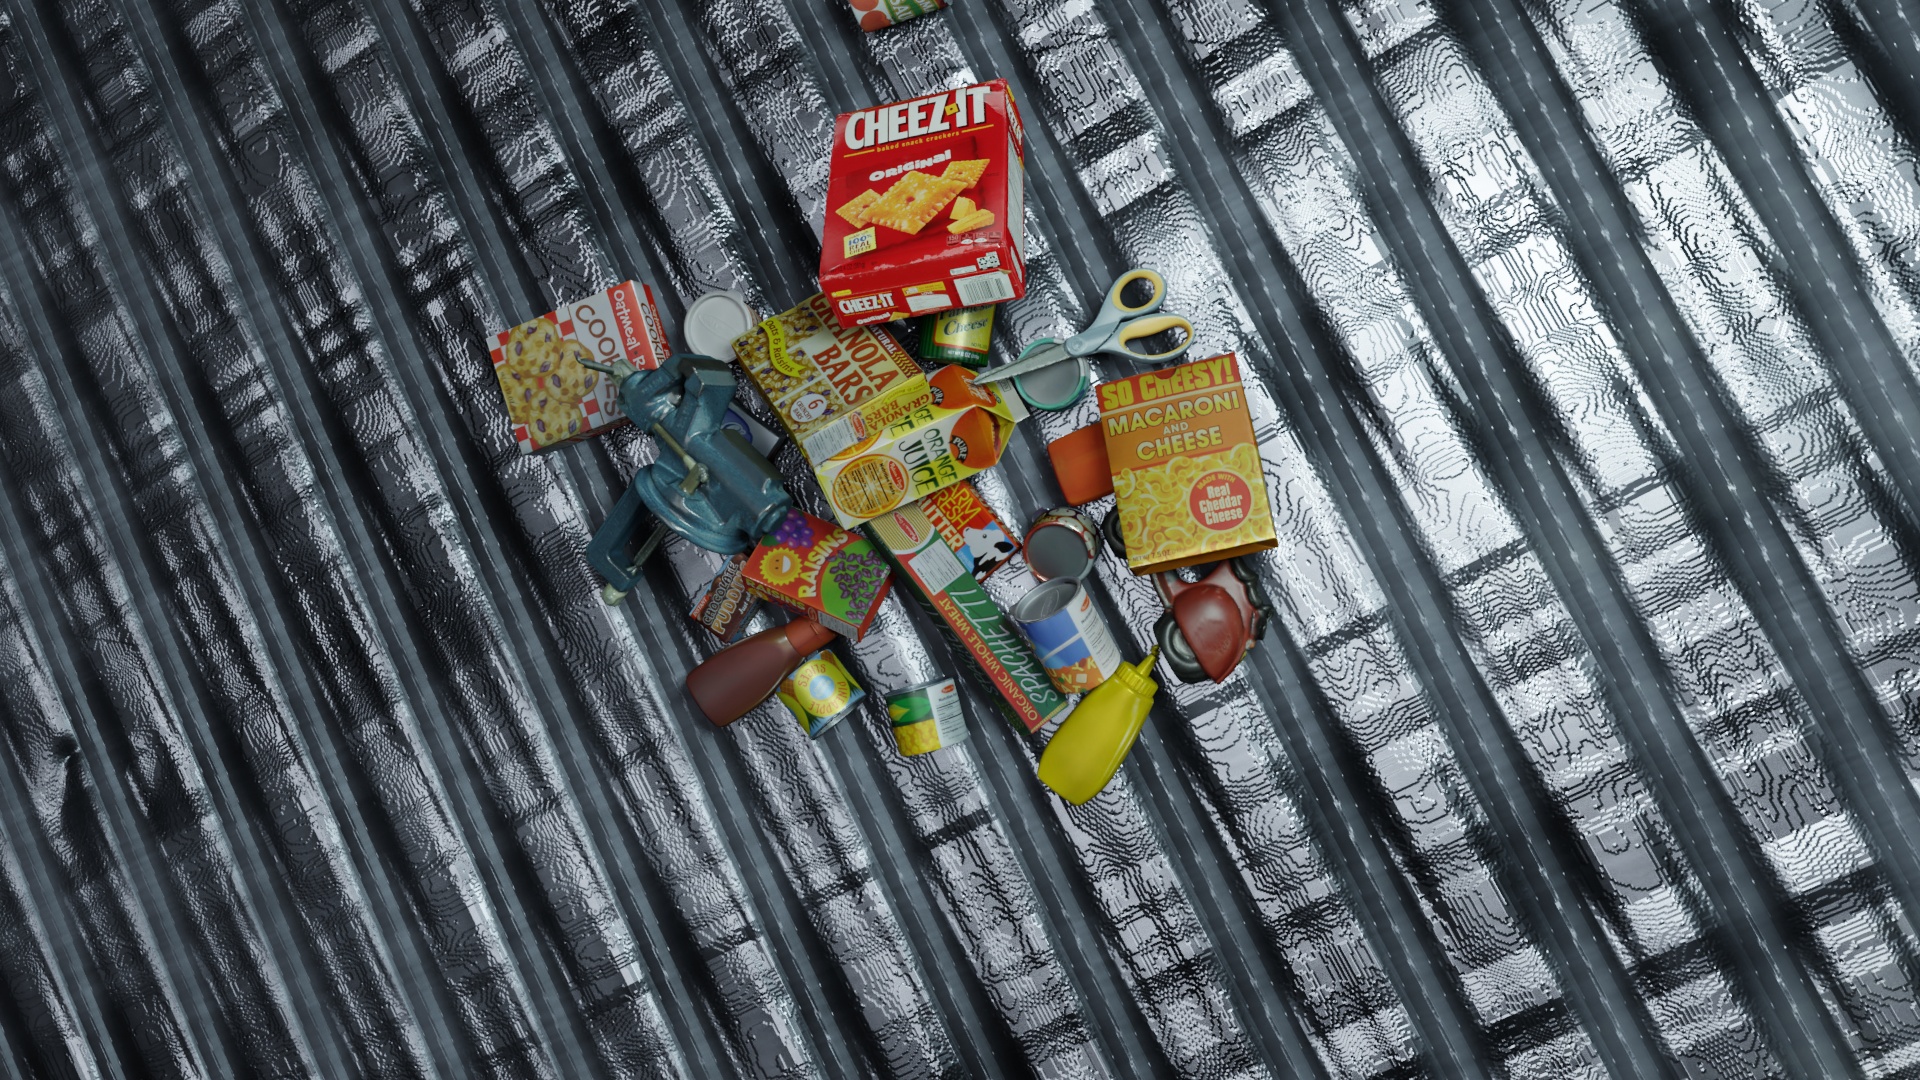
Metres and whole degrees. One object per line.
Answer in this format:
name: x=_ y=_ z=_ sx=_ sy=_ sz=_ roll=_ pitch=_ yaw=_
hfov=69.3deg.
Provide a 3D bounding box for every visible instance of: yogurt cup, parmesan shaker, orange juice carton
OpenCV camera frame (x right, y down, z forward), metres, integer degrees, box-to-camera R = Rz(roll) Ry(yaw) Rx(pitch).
yogurt cup: x=-0.219 y=-0.198 z=1.312 sx=0.072 sy=0.054 sz=0.072 roll=0 pitch=92 yaw=14
parmesan shaker: x=0.002 y=-0.211 z=1.254 sx=0.071 sy=0.071 sz=0.103 roll=9 pitch=94 yaw=13
orange juice carton: x=-0.036 y=-0.091 z=1.235 sx=0.193 sy=0.072 sz=0.072 roll=-24 pitch=41 yaw=-2

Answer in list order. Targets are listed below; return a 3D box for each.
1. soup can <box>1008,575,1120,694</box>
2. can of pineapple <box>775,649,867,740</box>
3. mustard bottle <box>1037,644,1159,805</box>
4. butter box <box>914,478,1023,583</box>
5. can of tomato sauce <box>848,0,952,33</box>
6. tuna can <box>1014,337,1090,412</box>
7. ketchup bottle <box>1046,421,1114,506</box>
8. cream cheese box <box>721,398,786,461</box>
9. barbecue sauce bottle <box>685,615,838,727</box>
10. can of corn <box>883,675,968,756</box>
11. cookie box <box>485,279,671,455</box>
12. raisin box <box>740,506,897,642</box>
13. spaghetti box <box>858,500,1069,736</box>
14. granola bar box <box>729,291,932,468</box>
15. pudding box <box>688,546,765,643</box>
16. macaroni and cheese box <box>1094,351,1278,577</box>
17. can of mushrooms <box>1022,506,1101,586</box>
soup can: x=0.092 y=0.084 z=1.224 sx=0.071 sy=0.071 sz=0.083 roll=-24 pitch=113 yaw=13
can of pineapple: x=-0.130 y=0.143 z=1.290 sx=0.071 sy=0.071 sz=0.058 roll=-41 pitch=82 yaw=11
mustard bottle: x=0.133 y=0.159 z=1.238 sx=0.065 sy=0.049 sz=0.160 roll=37 pitch=98 yaw=10
butter box: x=0.005 y=-0.016 z=1.278 sx=0.053 sy=0.024 sz=0.103 roll=-41 pitch=82 yaw=12
can of tomato sauce: x=-0.057 y=-0.504 z=1.260 sx=0.083 sy=0.071 sz=0.071 roll=-14 pitch=88 yaw=14
tuna can: x=0.081 y=-0.148 z=1.252 sx=0.071 sy=0.033 sz=0.071 roll=0 pitch=91 yaw=13
ketchup bottle: x=0.155 y=-0.084 z=1.231 sx=0.148 sy=0.043 sz=0.065 roll=-22 pitch=82 yaw=13
cream cheese box: x=-0.222 y=-0.106 z=1.330 sx=0.104 sy=0.024 sz=0.053 roll=36 pitch=98 yaw=10
barbecue sauce bottle: x=-0.185 y=0.114 z=1.316 sx=0.148 sy=0.044 sz=0.065 roll=-34 pitch=91 yaw=11
can of corn: x=-0.033 y=0.161 z=1.270 sx=0.071 sy=0.071 sz=0.058 roll=-15 pitch=88 yaw=13
cookie box: x=-0.365 y=-0.167 z=1.355 sx=0.167 sy=0.040 sz=0.123 roll=-18 pitch=87 yaw=14
raisin box: x=-0.128 y=0.029 z=1.283 sx=0.123 sy=0.040 sz=0.086 roll=23 pitch=66 yaw=9
spaghetti box: x=0.002 y=0.065 z=1.257 sx=0.050 sy=0.028 sz=0.250 roll=-36 pitch=87 yaw=-26
granola bar box: x=-0.117 y=-0.152 z=1.234 sx=0.124 sy=0.039 sz=0.166 roll=-30 pitch=49 yaw=-9
pudding box: x=-0.215 y=0.051 z=1.328 sx=0.050 sy=0.030 sz=0.083 roll=38 pitch=99 yaw=10
macaroni and cheese box: x=0.189 y=-0.064 z=1.170 sx=0.123 sy=0.040 sz=0.167 roll=-13 pitch=74 yaw=12
can of mushrooms: x=0.089 y=0.005 z=1.242 sx=0.071 sy=0.033 sz=0.070 roll=8 pitch=116 yaw=15
